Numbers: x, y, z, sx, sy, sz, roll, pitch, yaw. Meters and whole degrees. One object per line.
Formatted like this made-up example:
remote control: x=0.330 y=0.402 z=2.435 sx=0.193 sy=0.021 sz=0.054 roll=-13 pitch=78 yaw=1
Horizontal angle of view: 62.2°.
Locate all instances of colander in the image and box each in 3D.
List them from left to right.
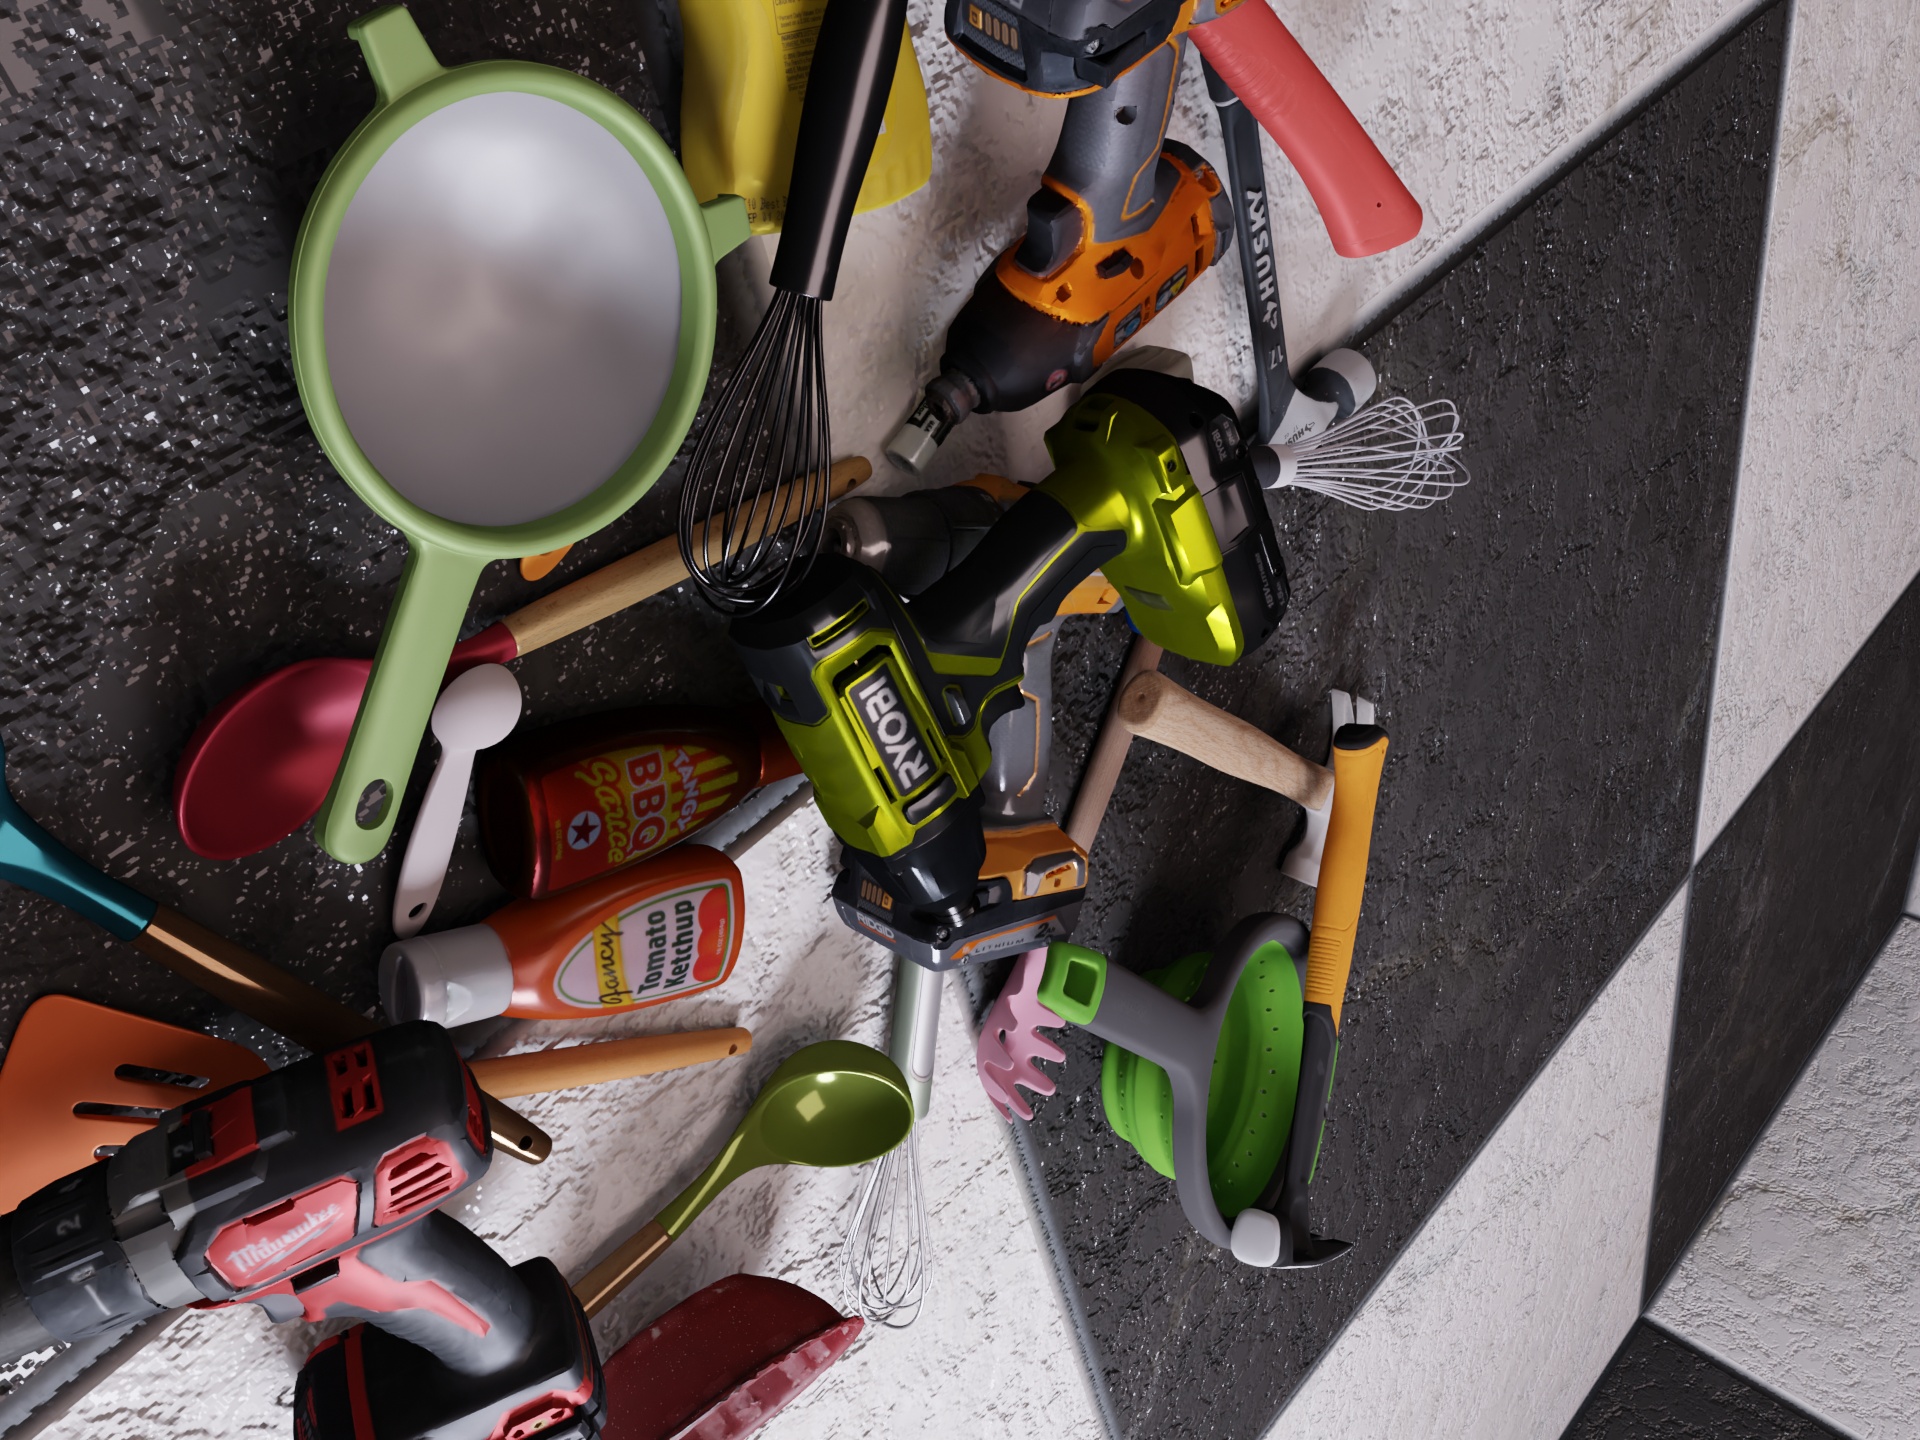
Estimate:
colander: x=0.112 y=0.188 z=0.934 sx=0.396 sy=0.094 sz=0.205 roll=36 pitch=64 yaw=-52

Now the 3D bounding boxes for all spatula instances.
spatula: x=-0.244 y=0.083 z=0.521 sx=0.317 sy=0.044 sz=0.082 roll=46 pitch=70 yaw=-38
spatula: x=-0.205 y=0.140 z=0.636 sx=0.322 sy=0.041 sz=0.081 roll=5 pitch=106 yaw=-54

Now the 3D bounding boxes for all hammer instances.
hammer: x=0.111 y=-0.323 z=0.686 sx=0.358 sy=0.037 sz=0.149 roll=29 pitch=95 yaw=-43
hammer: x=0.131 y=-0.292 z=0.775 sx=0.149 sy=0.036 sz=0.408 roll=-42 pitch=135 yaw=-24
hammer: x=0.183 y=0.020 z=0.979 sx=0.331 sy=0.031 sz=0.130 roll=22 pitch=91 yaw=-56
hammer: x=0.232 y=0.168 z=0.995 sx=0.127 sy=0.034 sz=0.337 roll=25 pitch=73 yaw=-54

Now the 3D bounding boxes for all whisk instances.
whisk: x=-0.054 y=-0.150 z=0.552 sx=0.055 sy=0.055 sz=0.239 roll=-2 pitch=113 yaw=-48
whisk: x=-0.030 y=0.216 z=0.849 sx=0.057 sy=0.059 sz=0.246 roll=-9 pitch=112 yaw=-45
whisk: x=0.184 y=-0.137 z=0.841 sx=0.284 sy=0.070 sz=0.070 roll=-12 pitch=118 yaw=-43

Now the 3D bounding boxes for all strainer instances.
strainer: x=-0.173 y=-0.083 z=0.514 sx=0.151 sy=0.069 sz=0.256 roll=12 pitch=100 yaw=-53

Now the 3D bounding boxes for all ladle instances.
ladle: x=-0.148 y=-0.042 z=0.598 sx=0.315 sy=0.031 sz=0.069 roll=-33 pitch=149 yaw=-36
ladle: x=-0.151 y=0.260 z=0.732 sx=0.320 sy=0.062 sz=0.078 roll=-38 pitch=134 yaw=-26

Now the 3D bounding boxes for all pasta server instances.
pasta server: x=0.072 y=0.073 z=0.896 sx=0.060 sy=0.040 sz=0.316 roll=12 pitch=99 yaw=-57

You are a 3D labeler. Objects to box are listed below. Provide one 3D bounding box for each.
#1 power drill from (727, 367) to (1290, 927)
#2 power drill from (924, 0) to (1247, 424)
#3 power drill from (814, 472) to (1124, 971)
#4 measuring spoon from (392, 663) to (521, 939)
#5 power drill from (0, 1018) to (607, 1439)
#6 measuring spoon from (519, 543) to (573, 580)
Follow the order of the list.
power drill: x=0.029 y=-0.031 z=0.667 sx=0.223 sy=0.080 sz=0.171 roll=-38 pitch=123 yaw=-21
power drill: x=0.043 y=-0.218 z=0.611 sx=0.164 sy=0.084 sz=0.226 roll=-44 pitch=160 yaw=-18
power drill: x=-0.001 y=-0.002 z=0.745 sx=0.185 sy=0.084 sz=0.226 roll=-4 pitch=108 yaw=-46
measuring spoon: x=-0.185 y=0.035 z=0.582 sx=0.034 sy=0.018 sz=0.124 roll=-17 pitch=137 yaw=-55
power drill: x=-0.236 y=0.214 z=0.563 sx=0.188 sy=0.080 sz=0.226 roll=-22 pitch=135 yaw=-12
measuring spoon: x=-0.135 y=-0.104 z=0.596 sx=0.117 sy=0.011 sz=0.021 roll=-60 pitch=146 yaw=-1
